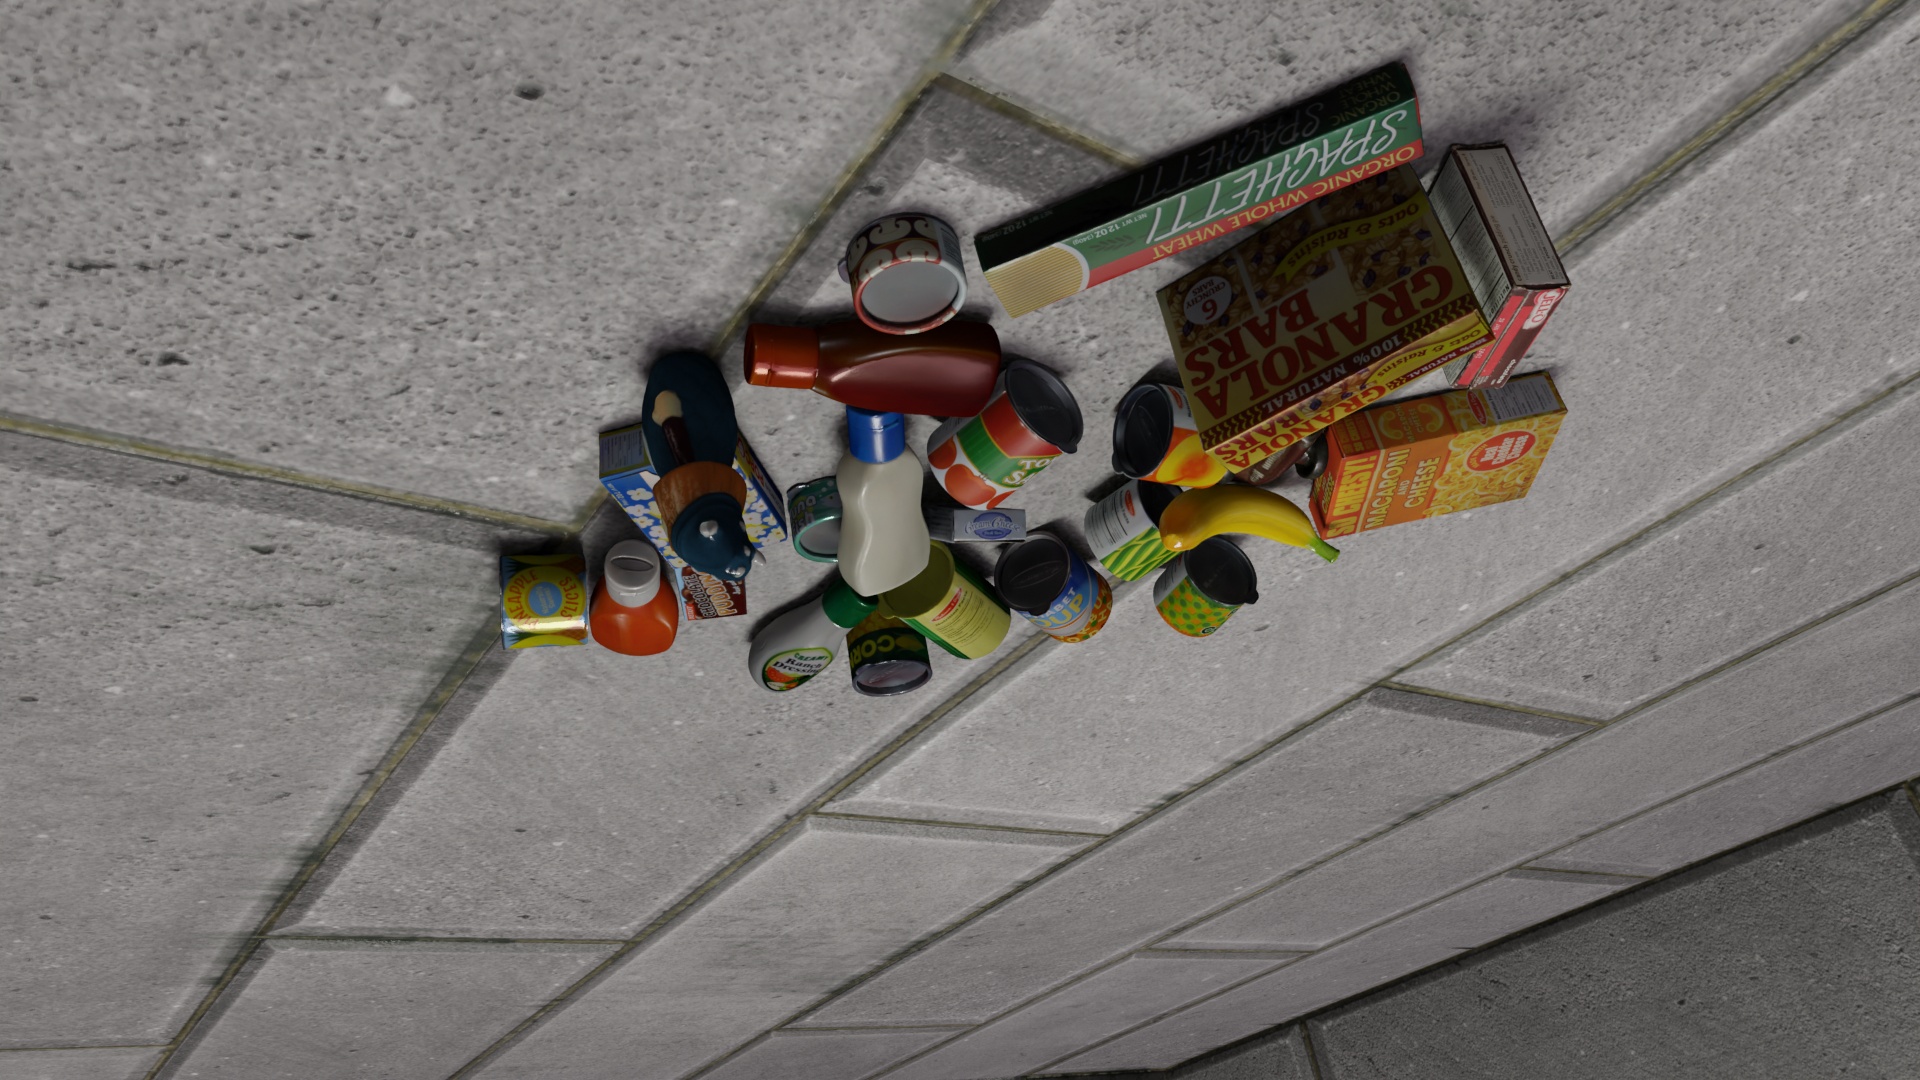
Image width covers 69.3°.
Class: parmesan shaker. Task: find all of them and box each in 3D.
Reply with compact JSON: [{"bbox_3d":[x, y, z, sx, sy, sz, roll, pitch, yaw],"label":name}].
[{"bbox_3d":[-0.013,0.048,1.080,0.071,0.071,0.103,-23,148,18],"label":"parmesan shaker"}]

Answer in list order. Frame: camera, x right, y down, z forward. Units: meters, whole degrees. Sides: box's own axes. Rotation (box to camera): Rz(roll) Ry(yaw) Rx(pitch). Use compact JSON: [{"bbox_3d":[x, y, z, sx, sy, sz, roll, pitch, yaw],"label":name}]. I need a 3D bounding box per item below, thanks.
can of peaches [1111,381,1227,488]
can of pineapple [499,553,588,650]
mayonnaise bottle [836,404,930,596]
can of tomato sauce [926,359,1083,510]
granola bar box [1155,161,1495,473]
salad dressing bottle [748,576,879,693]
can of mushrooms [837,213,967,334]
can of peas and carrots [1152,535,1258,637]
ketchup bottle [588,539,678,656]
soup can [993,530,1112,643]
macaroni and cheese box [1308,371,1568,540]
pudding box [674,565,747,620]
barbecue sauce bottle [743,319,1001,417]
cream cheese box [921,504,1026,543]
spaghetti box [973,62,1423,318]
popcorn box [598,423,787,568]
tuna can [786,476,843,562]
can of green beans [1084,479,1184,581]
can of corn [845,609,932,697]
[{"bbox_3d":[0.144,-0.069,0.940,0.058,0.071,0.071,7,145,-29],"label":"can of peaches"},{"bbox_3d":[-0.293,0.042,0.975,0.058,0.071,0.070,-2,148,-17],"label":"can of pineapple"},{"bbox_3d":[-0.053,-0.033,0.920,0.065,0.041,0.147,-26,136,-27],"label":"mayonnaise bottle"},{"bbox_3d":[0.029,-0.066,0.904,0.071,0.071,0.082,16,140,-38],"label":"can of tomato sauce"},{"bbox_3d":[0.206,-0.130,0.804,0.165,0.125,0.039,-28,144,26],"label":"granola bar box"},{"bbox_3d":[-0.115,0.071,1.107,0.064,0.044,0.147,15,140,-35],"label":"salad dressing bottle"},{"bbox_3d":[-0.032,-0.148,0.782,0.071,0.033,0.070,-9,150,-5],"label":"can of mushrooms"},{"bbox_3d":[0.201,0.040,1.137,0.071,0.071,0.058,3,147,-23],"label":"can of peas and carrots"},{"bbox_3d":[-0.233,0.042,0.990,0.065,0.044,0.148,8,158,-9],"label":"ketchup bottle"},{"bbox_3d":[0.075,0.041,1.094,0.071,0.071,0.083,-24,147,20],"label":"soup can"},{"bbox_3d":[0.355,-0.061,1.052,0.166,0.040,0.123,-12,150,-1],"label":"macaroni and cheese box"},{"bbox_3d":[-0.184,0.025,1.021,0.050,0.030,0.083,-5,149,-9],"label":"pudding box"},{"bbox_3d":[-0.054,-0.106,0.834,0.149,0.044,0.064,2,142,-20],"label":"barbecue sauce bottle"},{"bbox_3d":[0.003,-0.012,0.976,0.053,0.024,0.104,0,-177,-19],"label":"cream cheese box"},{"bbox_3d":[0.131,-0.191,0.771,0.250,0.029,0.050,-20,149,14],"label":"spaghetti box"},{"bbox_3d":[-0.174,-0.033,0.920,0.085,0.038,0.126,-14,150,6],"label":"popcorn box"},{"bbox_3d":[-0.090,-0.014,0.984,0.071,0.033,0.070,-9,150,-5],"label":"tuna can"},{"bbox_3d":[0.135,-0.011,1.034,0.071,0.071,0.057,17,139,-39],"label":"can of green beans"},{"bbox_3d":[-0.061,0.087,1.138,0.071,0.058,0.070,-8,149,-5],"label":"can of corn"}]
